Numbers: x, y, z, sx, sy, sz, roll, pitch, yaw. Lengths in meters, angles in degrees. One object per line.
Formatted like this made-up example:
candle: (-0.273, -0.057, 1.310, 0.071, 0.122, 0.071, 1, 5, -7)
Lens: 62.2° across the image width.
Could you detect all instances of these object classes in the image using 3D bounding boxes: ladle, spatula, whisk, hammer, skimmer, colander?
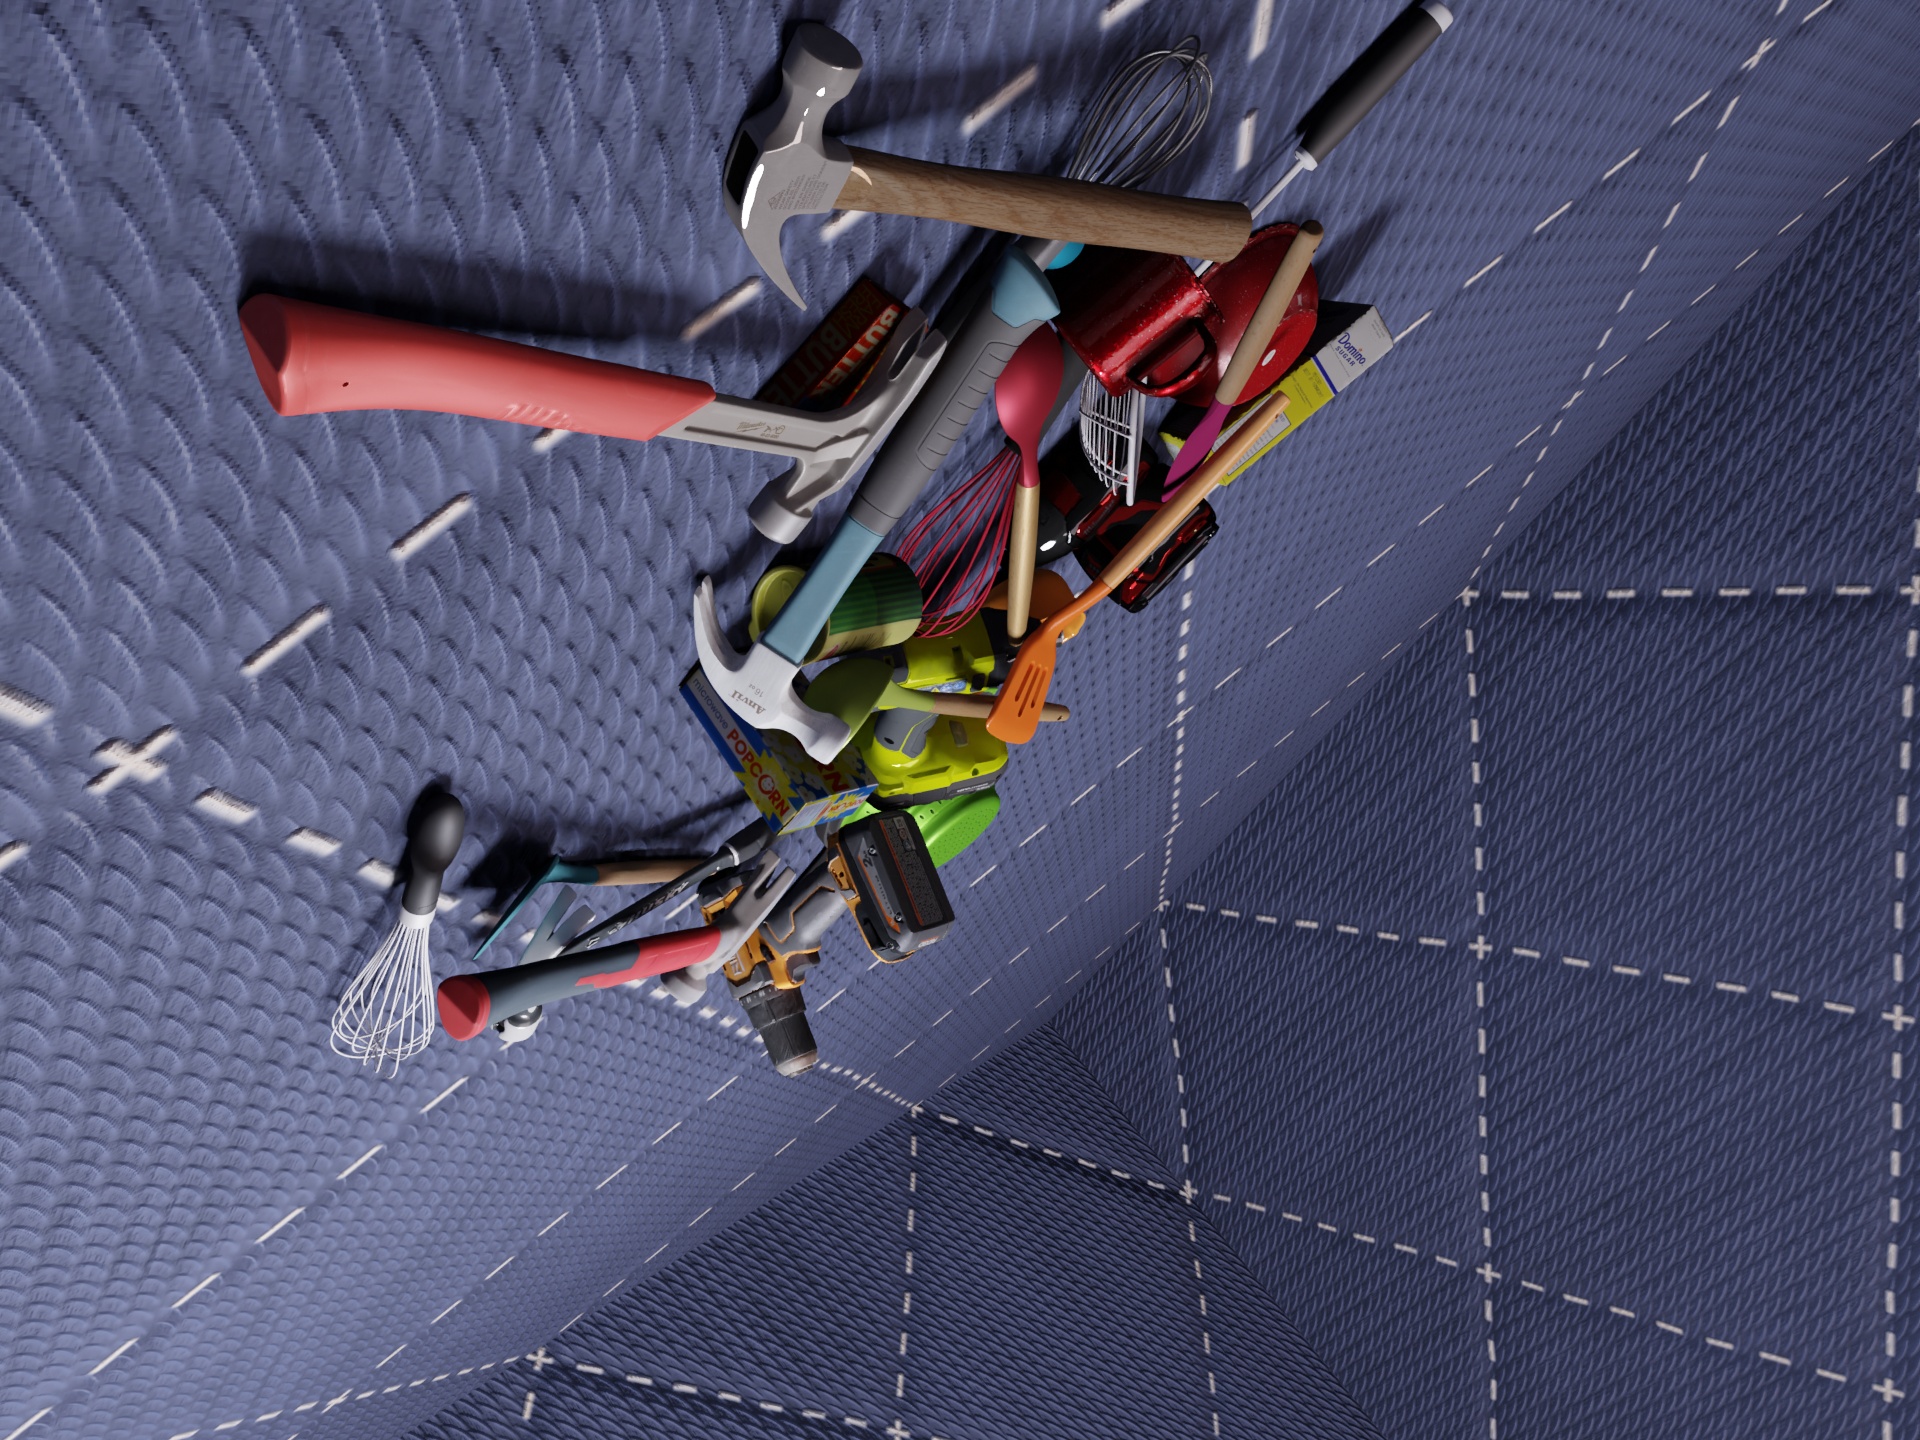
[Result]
ladle: (-0.002, -0.004, 1.155, 0.078, 0.062, 0.320, -49, 153, 23)
spatula: (0.130, -0.113, 1.169, 0.322, 0.041, 0.081, -47, 155, 11)
spatula: (-0.264, 0.127, 1.224, 0.082, 0.044, 0.317, -48, 163, 13)
whisk: (0.030, -0.170, 1.088, 0.073, 0.073, 0.295, -15, 144, -54)
hammer: (-0.151, -0.153, 0.725, 0.149, 0.037, 0.359, -49, 157, 25)
skimmer: (0.206, -0.305, 1.055, 0.363, 0.090, 0.127, -46, -179, 14)
colander: (-0.077, 0.133, 1.550, 0.397, 0.094, 0.204, -50, 161, 28)
ladle: (0.042, -0.142, 1.051, 0.069, 0.031, 0.315, -55, 163, -27)
whisk: (0.054, -0.279, 0.885, 0.239, 0.055, 0.055, -44, 163, 30)
hammer: (-0.236, 0.162, 1.131, 0.143, 0.038, 0.386, -50, 167, 9)
hammer: (-0.047, -0.127, 0.932, 0.331, 0.128, 0.033, -53, -170, 24)
hammer: (0.028, -0.258, 0.798, 0.331, 0.031, 0.130, -8, 149, -40)
whisk: (-0.362, 0.143, 1.046, 0.070, 0.070, 0.284, -23, 152, -45)
hammer: (-0.195, 0.110, 1.268, 0.409, 0.036, 0.149, -32, 161, -48)

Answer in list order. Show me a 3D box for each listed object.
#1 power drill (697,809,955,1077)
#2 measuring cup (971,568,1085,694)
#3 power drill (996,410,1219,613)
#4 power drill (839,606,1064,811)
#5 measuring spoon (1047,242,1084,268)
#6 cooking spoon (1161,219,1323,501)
power drill: (-0.115, 0.194, 1.369, 0.226, 0.185, 0.084, -28, 168, 31)
measuring cup: (0.031, -0.068, 1.356, 0.095, 0.052, 0.173, -11, 160, -43)
power drill: (0.115, -0.158, 1.266, 0.143, 0.079, 0.219, -46, 159, 14)
power drill: (-0.012, -0.013, 1.285, 0.171, 0.080, 0.223, -12, 156, -12)
measuring spoon: (0.032, -0.248, 0.942, 0.128, 0.021, 0.042, -48, 162, 19)
cooking spoon: (0.185, -0.231, 1.068, 0.069, 0.017, 0.318, -51, 173, -20)
